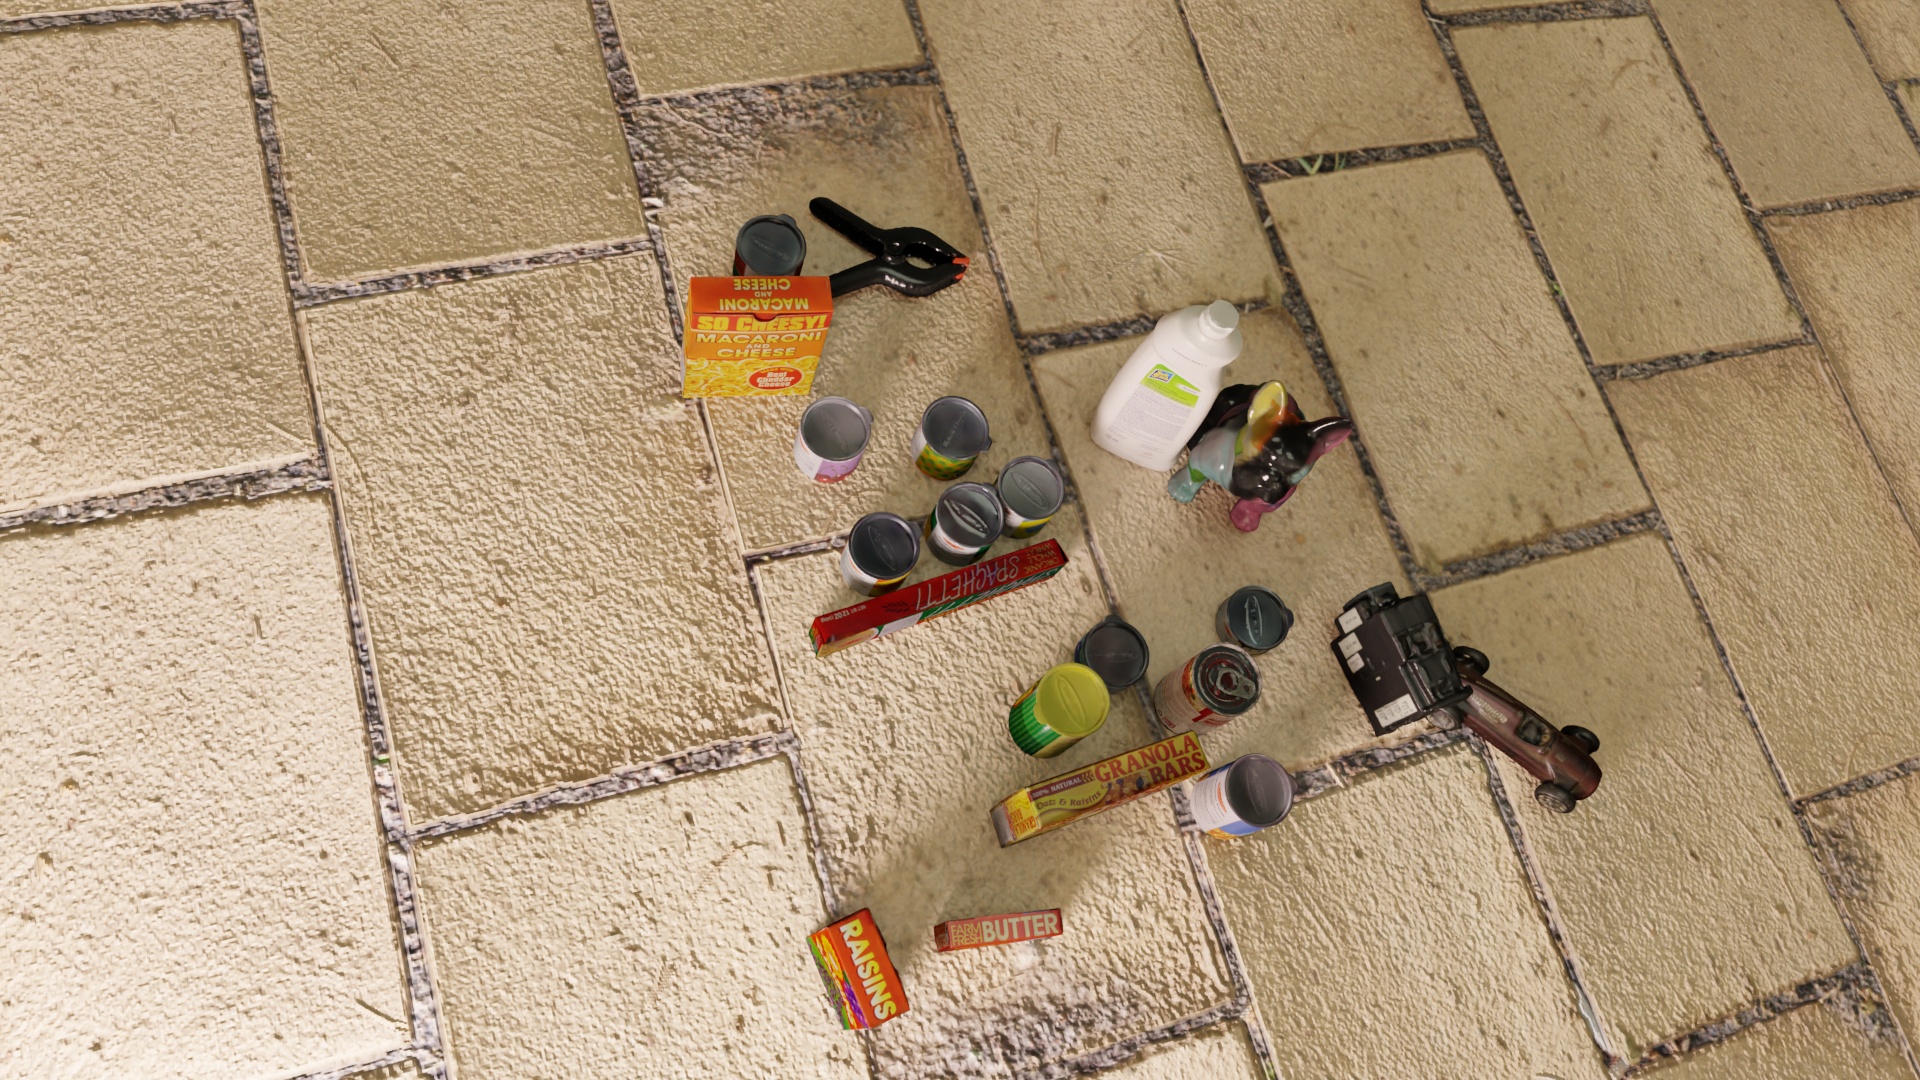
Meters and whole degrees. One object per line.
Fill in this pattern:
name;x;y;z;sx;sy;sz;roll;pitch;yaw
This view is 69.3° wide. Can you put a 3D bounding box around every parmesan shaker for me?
parmesan shaker;0.084;0.155;1.246;0.071;0.102;0.071;5;69;-12

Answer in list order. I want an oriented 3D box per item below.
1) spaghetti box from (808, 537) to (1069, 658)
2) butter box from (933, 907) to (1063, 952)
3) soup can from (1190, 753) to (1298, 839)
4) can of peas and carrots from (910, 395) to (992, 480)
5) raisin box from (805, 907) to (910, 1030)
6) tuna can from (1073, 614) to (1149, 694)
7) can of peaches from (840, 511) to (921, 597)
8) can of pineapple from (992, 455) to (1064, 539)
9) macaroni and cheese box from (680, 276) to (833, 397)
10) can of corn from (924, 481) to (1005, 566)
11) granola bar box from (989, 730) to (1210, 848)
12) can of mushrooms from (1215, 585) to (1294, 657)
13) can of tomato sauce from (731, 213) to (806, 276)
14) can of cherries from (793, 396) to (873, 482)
spaghetti box;-0.019;0.052;1.287;0.251;0.050;0.029;-18;76;-20
butter box;0.032;0.335;1.193;0.104;0.053;0.024;-3;71;-15
soup can;0.259;0.235;1.271;0.071;0.083;0.071;5;69;-12
can of peas and carrots;-0.009;-0.097;1.341;0.071;0.058;0.071;5;69;-12
raisin box;-0.084;0.348;1.120;0.040;0.123;0.086;-20;76;-20
tuna can;0.142;0.108;1.317;0.071;0.032;0.071;5;69;-13
can of peaches;-0.073;0.013;1.284;0.071;0.058;0.071;5;69;-12
can of pineapple;0.063;-0.042;1.339;0.071;0.057;0.071;5;69;-12
macaroni and cheese box;-0.189;-0.183;1.269;0.124;0.165;0.040;-3;71;-15
can of corn;0.005;-0.016;1.315;0.071;0.058;0.071;5;69;-12
granola bar box;0.119;0.218;1.220;0.166;0.123;0.039;-16;75;-19
can of mushrooms;0.288;0.080;1.364;0.071;0.033;0.071;5;69;-13
can of tomato sauce;-0.187;-0.267;1.346;0.071;0.082;0.071;5;69;-12
can of cherries;-0.119;-0.095;1.312;0.071;0.058;0.072;5;69;-12
